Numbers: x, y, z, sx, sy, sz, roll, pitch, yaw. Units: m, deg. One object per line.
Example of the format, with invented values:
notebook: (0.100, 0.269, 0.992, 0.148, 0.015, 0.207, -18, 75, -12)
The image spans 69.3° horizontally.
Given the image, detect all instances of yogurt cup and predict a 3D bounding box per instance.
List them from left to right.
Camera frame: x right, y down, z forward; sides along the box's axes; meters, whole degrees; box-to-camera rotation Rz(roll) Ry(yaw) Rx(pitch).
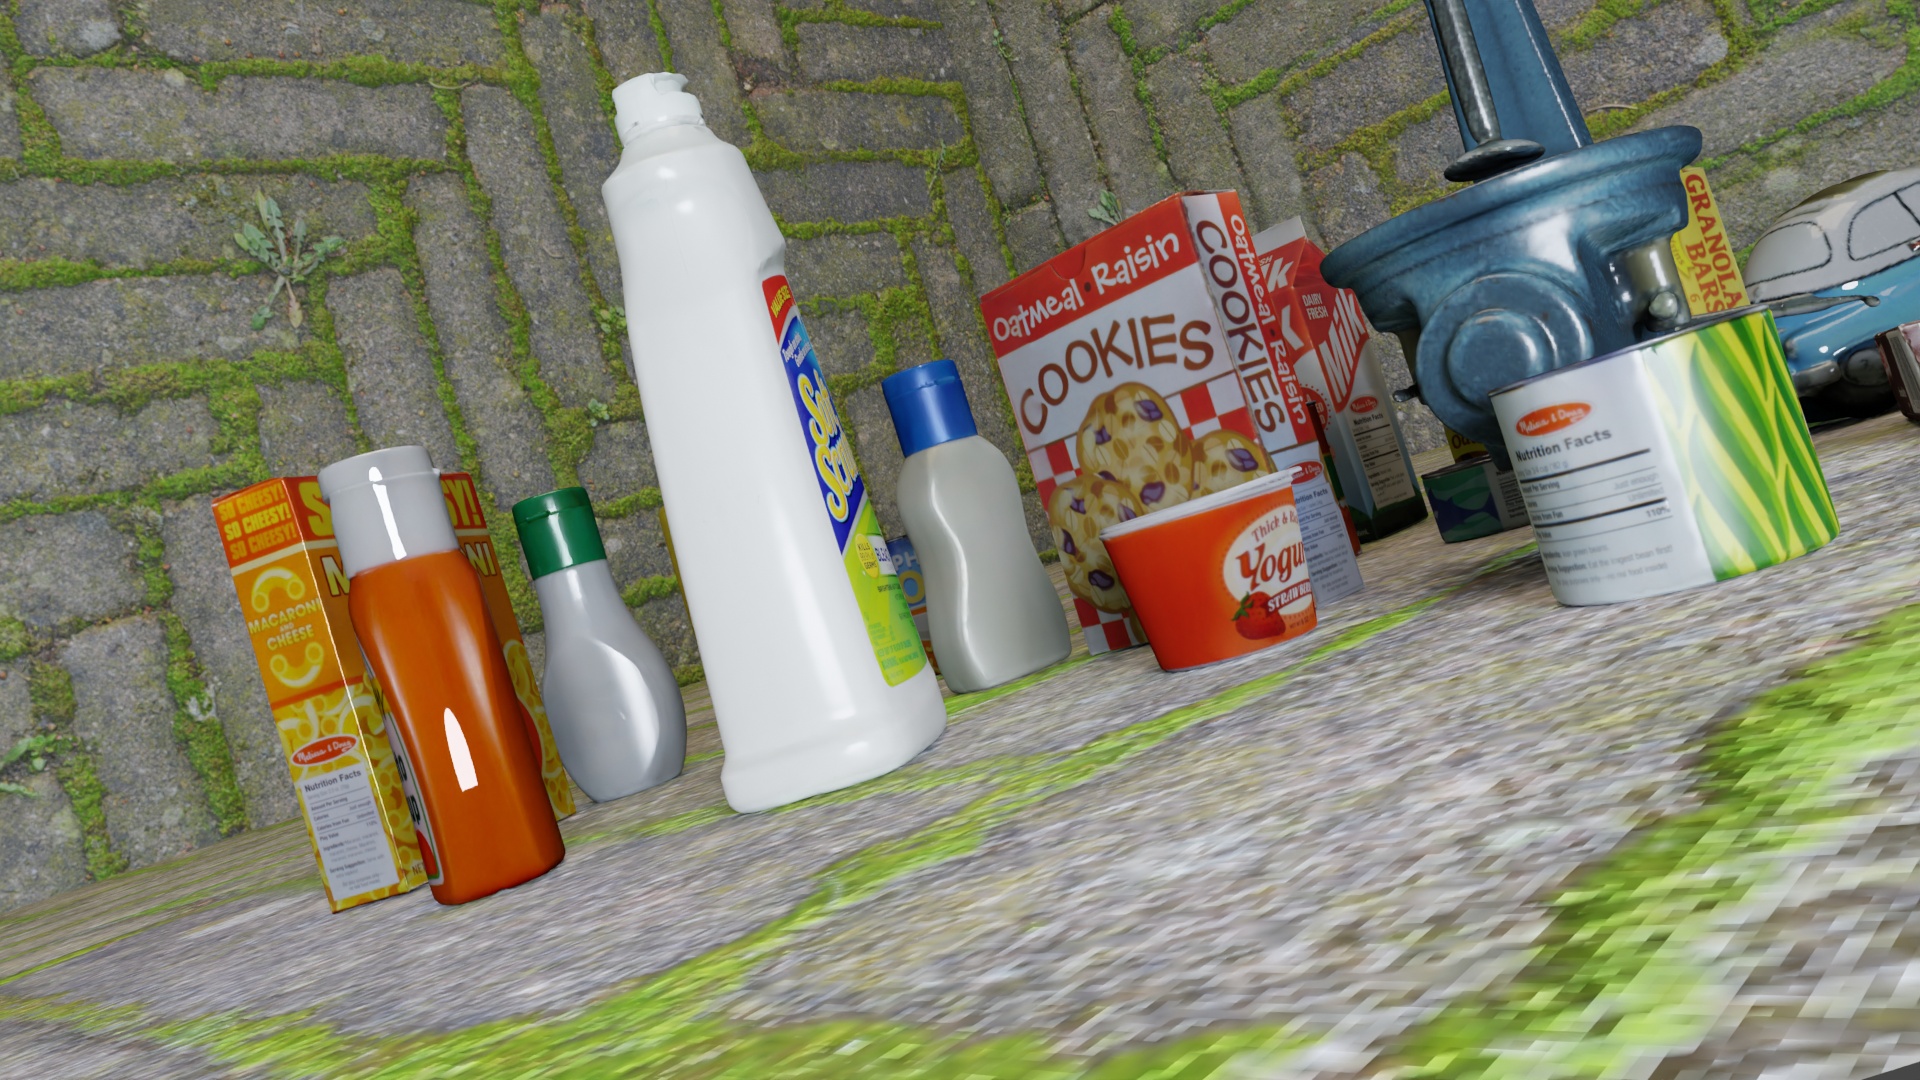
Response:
yogurt cup: (0.087, 0.011, 0.471, 0.072, 0.054, 0.072, -17, -1, 0)

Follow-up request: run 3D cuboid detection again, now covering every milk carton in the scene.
milk carton: (0.200, -0.089, 0.817, 0.072, 0.190, 0.074, -19, -2, 43)

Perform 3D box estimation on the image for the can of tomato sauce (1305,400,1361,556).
can of tomato sauce: (0.165, -0.023, 0.726, 0.071, 0.083, 0.071, -17, -1, 0)

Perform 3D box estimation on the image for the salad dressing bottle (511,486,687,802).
salad dressing bottle: (-0.176, 0.049, 0.667, 0.064, 0.147, 0.044, -18, -2, 9)

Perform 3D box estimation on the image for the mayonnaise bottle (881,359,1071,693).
mayonnaise bottle: (0.002, -0.008, 0.640, 0.065, 0.148, 0.041, -16, -2, -36)

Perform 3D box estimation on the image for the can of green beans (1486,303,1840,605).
can of green beans: (0.173, -0.020, 0.345, 0.071, 0.058, 0.071, -17, -1, 0)

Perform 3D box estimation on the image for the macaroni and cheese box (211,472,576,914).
macaroni and cheese box: (-0.232, 0.055, 0.585, 0.040, 0.166, 0.124, -18, -2, 15)

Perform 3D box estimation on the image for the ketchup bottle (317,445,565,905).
ketchup bottle: (-0.174, 0.043, 0.464, 0.044, 0.149, 0.064, -17, -2, -21)

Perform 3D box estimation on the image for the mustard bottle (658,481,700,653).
mustard bottle: (-0.095, 0.015, 0.591, 0.049, 0.160, 0.065, -17, -2, -17)

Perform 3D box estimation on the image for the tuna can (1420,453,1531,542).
tuna can: (0.242, -0.023, 0.622, 0.071, 0.033, 0.071, -17, -1, 0)

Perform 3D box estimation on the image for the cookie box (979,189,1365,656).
cookie box: (0.082, -0.044, 0.578, 0.040, 0.167, 0.122, -16, -2, -41)

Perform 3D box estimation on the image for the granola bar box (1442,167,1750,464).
granola bar box: (0.286, -0.084, 0.647, 0.039, 0.124, 0.165, -17, -1, -19)

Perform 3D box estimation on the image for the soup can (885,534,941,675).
soup can: (-0.015, 0.035, 0.824, 0.071, 0.083, 0.071, -17, -1, 0)
